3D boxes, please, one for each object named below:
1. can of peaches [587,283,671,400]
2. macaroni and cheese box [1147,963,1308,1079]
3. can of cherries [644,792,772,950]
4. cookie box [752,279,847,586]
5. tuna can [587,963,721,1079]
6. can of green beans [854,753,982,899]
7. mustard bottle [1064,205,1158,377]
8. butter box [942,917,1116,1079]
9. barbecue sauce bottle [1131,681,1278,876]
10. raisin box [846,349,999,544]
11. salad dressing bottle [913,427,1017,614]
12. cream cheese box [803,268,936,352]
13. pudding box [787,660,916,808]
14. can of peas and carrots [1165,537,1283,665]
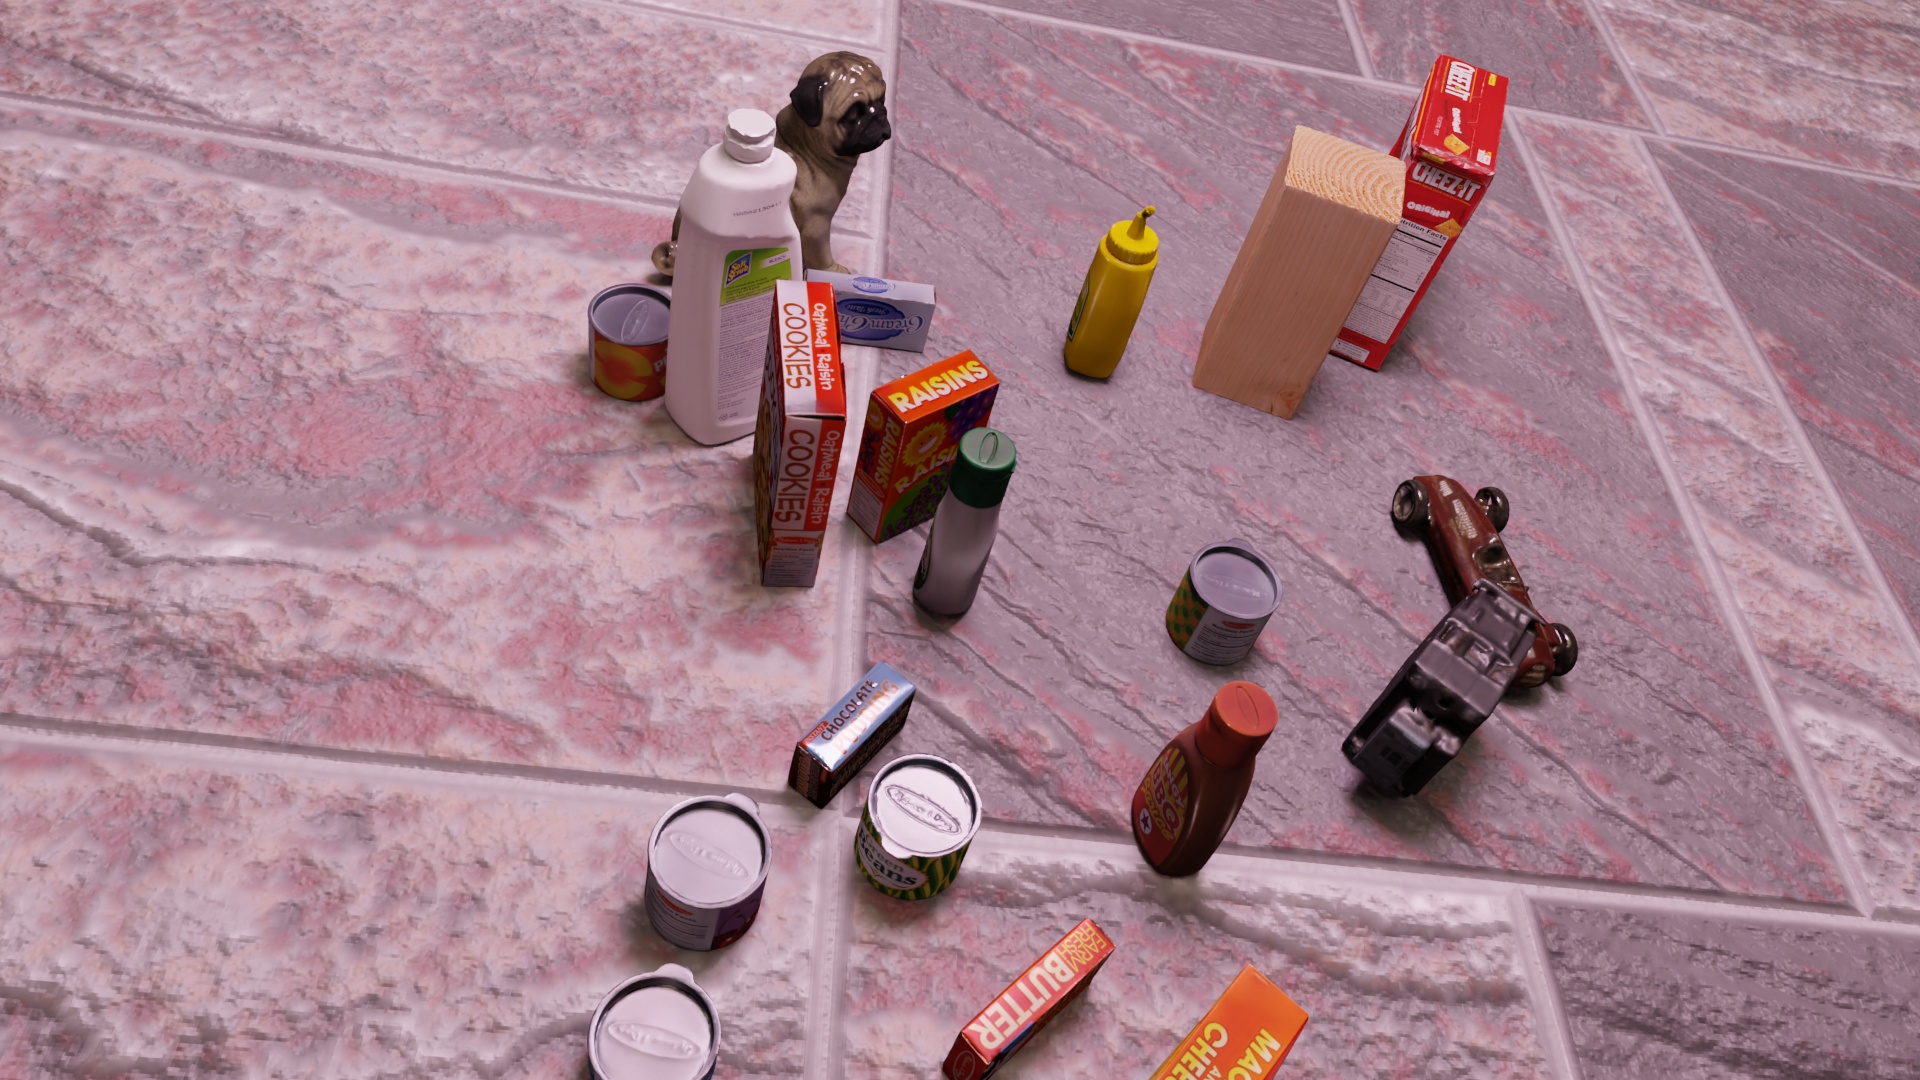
[{"bbox_3d":[-0.236,-0.144,1.013,0.071,0.057,0.071,8,49,-9],"label":"can of peaches"},{"bbox_3d":[0.092,0.288,0.663,0.040,0.165,0.124,39,52,18],"label":"macaroni and cheese box"},{"bbox_3d":[-0.137,0.181,0.763,0.071,0.058,0.072,8,49,-9],"label":"can of cherries"},{"bbox_3d":[-0.107,-0.068,0.911,0.040,0.166,0.123,1,50,-14],"label":"cookie box"},{"bbox_3d":[-0.156,0.256,0.712,0.071,0.032,0.071,8,49,-9],"label":"tuna can"},{"bbox_3d":[-0.026,0.167,0.806,0.071,0.057,0.071,8,49,-9],"label":"can of green beans"},{"bbox_3d":[0.122,-0.201,1.090,0.049,0.159,0.066,13,49,-4],"label":"mustard bottle"},{"bbox_3d":[0.037,0.252,0.754,0.104,0.052,0.024,-32,64,-34],"label":"butter box"},{"bbox_3d":[0.143,0.138,0.816,0.044,0.147,0.065,-2,51,-17],"label":"barbecue sauce bottle"},{"bbox_3d":[-0.027,-0.064,0.958,0.086,0.122,0.040,-27,62,-32],"label":"raisin box"},{"bbox_3d":[0.003,-0.011,0.905,0.044,0.146,0.064,18,48,0],"label":"salad dressing bottle"},{"bbox_3d":[-0.074,-0.180,1.090,0.104,0.053,0.024,5,50,-11],"label":"cream cheese box"},{"bbox_3d":[-0.066,0.117,0.843,0.030,0.049,0.084,35,51,15],"label":"pudding box"},{"bbox_3d":[0.183,0.042,0.967,0.071,0.058,0.071,8,49,-9],"label":"can of peas and carrots"}]
